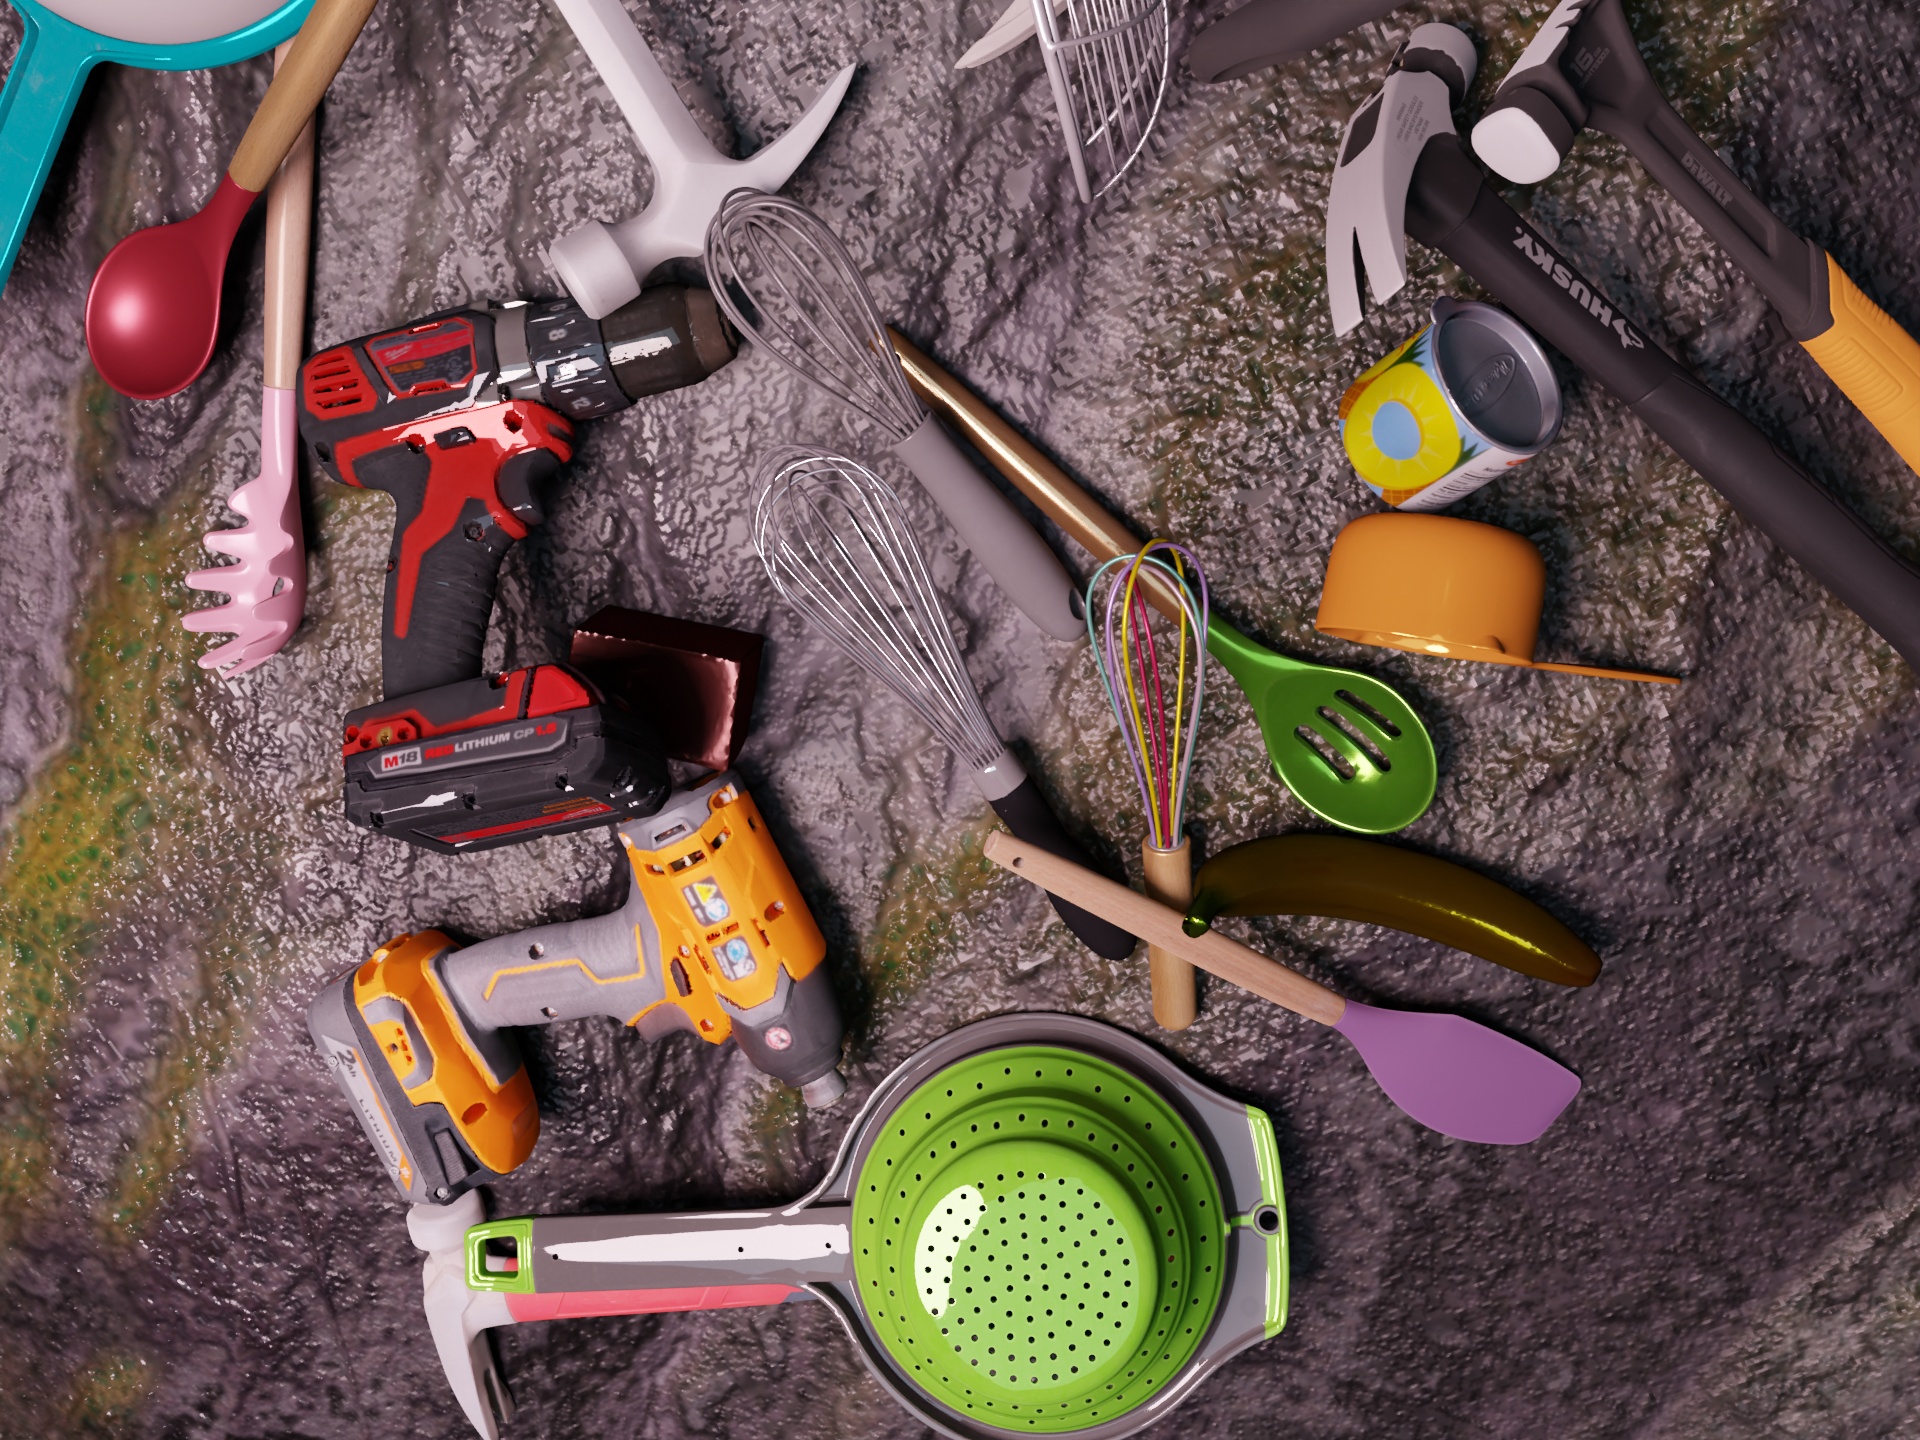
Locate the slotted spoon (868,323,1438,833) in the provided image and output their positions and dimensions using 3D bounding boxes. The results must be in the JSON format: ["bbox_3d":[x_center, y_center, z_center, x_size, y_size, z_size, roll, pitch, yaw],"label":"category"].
[{"bbox_3d":[0.083,-0.065,0.691,0.313,0.031,0.070,41,123,-4],"label":"slotted spoon"}]

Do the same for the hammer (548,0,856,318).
[{"bbox_3d":[-0.189,-0.361,0.577,0.144,0.035,0.405,-34,110,-6],"label":"hammer"}]

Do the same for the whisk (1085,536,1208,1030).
[{"bbox_3d":[0.086,0.036,0.697,0.051,0.047,0.244,-3,117,7],"label":"whisk"}]

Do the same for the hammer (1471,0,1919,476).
[{"bbox_3d":[0.346,-0.156,0.618,0.336,0.034,0.127,40,76,-13],"label":"hammer"}]

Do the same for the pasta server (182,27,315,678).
[{"bbox_3d":[-0.302,-0.173,0.694,0.060,0.040,0.316,21,109,35],"label":"pasta server"}]

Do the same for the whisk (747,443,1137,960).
[{"bbox_3d":[-0.002,-0.002,0.707,0.070,0.070,0.284,-31,106,14],"label":"whisk"}]

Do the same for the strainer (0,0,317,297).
[{"bbox_3d":[-0.356,-0.310,0.611,0.211,0.095,0.340,28,100,0],"label":"strainer"}]

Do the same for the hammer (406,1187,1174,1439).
[{"bbox_3d":[-0.082,0.291,0.808,0.386,0.038,0.143,-7,107,8],"label":"hammer"}]

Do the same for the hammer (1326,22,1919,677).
[{"bbox_3d":[0.277,-0.120,0.619,0.334,0.146,0.035,36,147,-12],"label":"hammer"}]

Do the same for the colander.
[{"bbox_3d":[-0.048,0.245,0.724,0.397,0.094,0.204,-4,84,6],"label":"colander"}]

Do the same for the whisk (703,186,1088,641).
[{"bbox_3d":[-0.020,-0.118,0.659,0.055,0.055,0.238,-36,114,15],"label":"whisk"}]

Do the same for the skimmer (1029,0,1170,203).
[{"bbox_3d":[-0.069,-0.313,0.556,0.363,0.127,0.090,38,90,17],"label":"skimmer"}]

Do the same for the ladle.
[{"bbox_3d":[-0.273,-0.233,0.628,0.315,0.031,0.069,-35,88,37],"label":"ladle"}]

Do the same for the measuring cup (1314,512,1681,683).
[{"bbox_3d":[0.233,-0.049,0.662,0.173,0.095,0.052,8,92,-18],"label":"measuring cup"}]

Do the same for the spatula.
[{"bbox_3d":[0.147,0.122,0.716,0.315,0.018,0.059,28,110,-15],"label":"spatula"}]

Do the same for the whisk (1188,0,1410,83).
[{"bbox_3d":[0.215,-0.293,0.560,0.296,0.073,0.073,-14,106,31],"label":"whisk"}]

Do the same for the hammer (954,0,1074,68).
[{"bbox_3d":[-0.088,-0.436,0.591,0.410,0.038,0.146,43,115,-5],"label":"hammer"}]

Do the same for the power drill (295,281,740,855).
[{"bbox_3d":[-0.173,-0.072,0.655,0.188,0.080,0.227,-12,75,6],"label":"power drill"}]

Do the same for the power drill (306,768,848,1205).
[{"bbox_3d":[-0.168,0.140,0.747,0.226,0.084,0.164,-26,96,9],"label":"power drill"}]
